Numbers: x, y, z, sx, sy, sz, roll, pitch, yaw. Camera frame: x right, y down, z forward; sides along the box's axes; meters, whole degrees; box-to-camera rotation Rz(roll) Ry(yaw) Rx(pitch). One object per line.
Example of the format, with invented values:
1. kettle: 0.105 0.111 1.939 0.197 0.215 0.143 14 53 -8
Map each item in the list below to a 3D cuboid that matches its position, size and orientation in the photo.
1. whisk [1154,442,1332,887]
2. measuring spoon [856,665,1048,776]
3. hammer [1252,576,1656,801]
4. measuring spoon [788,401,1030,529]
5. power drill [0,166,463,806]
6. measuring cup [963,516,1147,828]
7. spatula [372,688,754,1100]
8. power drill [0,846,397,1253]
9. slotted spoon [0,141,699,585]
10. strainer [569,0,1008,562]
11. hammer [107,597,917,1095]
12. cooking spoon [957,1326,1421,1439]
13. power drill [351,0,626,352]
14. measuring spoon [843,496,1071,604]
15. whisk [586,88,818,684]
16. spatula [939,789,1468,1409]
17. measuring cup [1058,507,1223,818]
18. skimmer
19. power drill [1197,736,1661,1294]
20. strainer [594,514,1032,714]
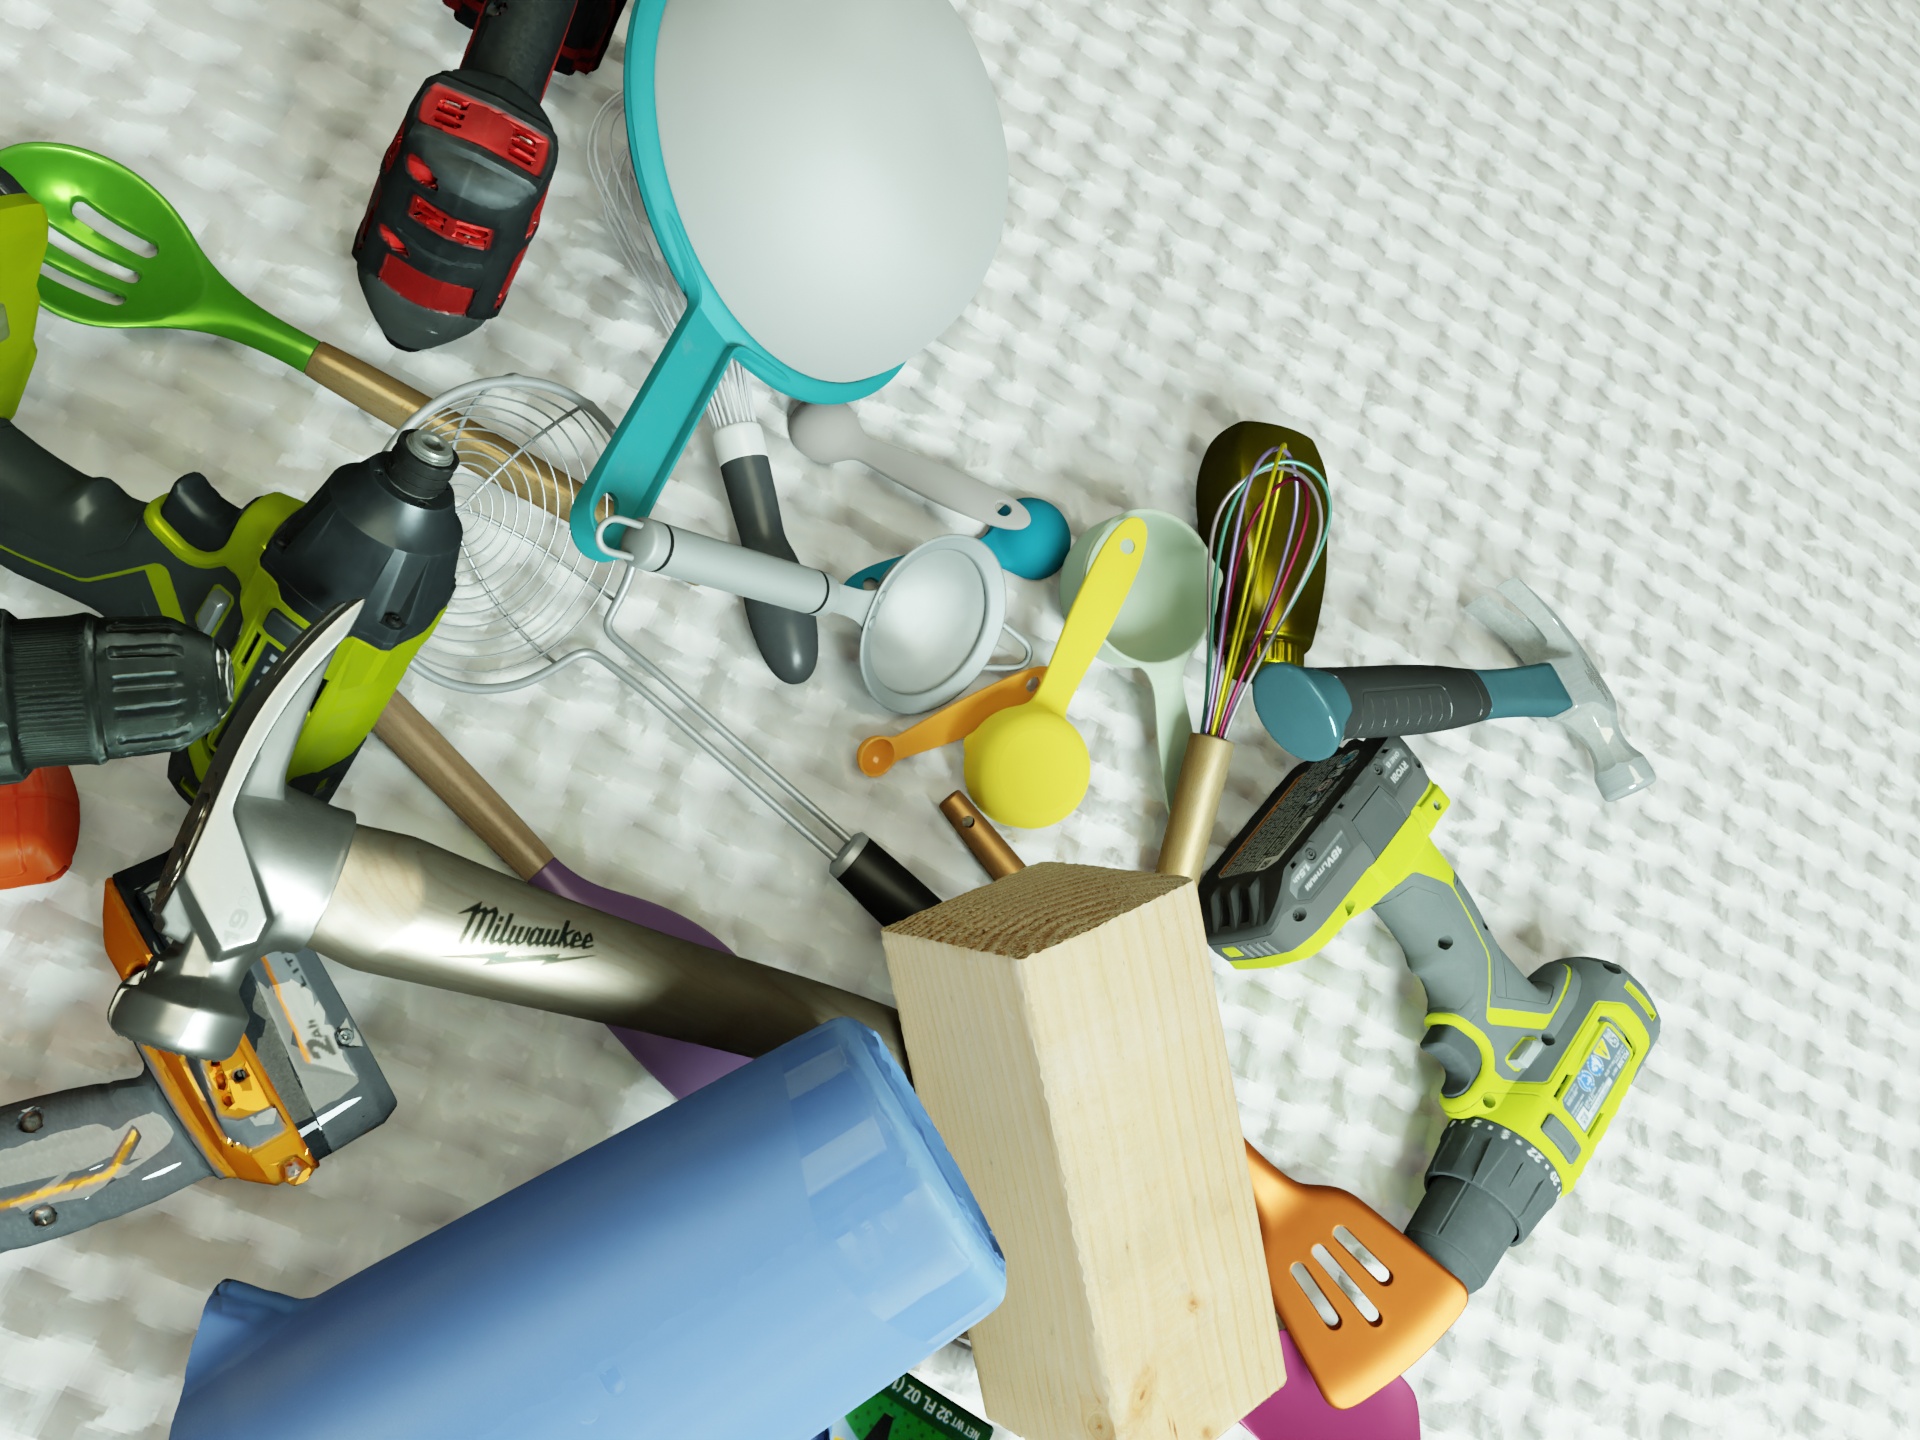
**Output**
1. whisk: 0.127 -0.012 0.754 0.051 0.047 0.245 15 88 -15
2. measuring spoon: -0.001 -0.002 0.739 0.117 0.011 0.021 -24 123 -30
3. hammer: 0.244 -0.011 0.776 0.331 0.033 0.128 -3 64 -48
4. measuring spoon: -0.022 -0.122 0.751 0.124 0.018 0.034 24 66 -6
5. power drill: -0.287 -0.081 0.549 0.223 0.171 0.080 36 28 -7
6. measuring cup: 0.053 -0.023 0.729 0.062 0.029 0.156 25 89 -14
7. spatula: -0.185 0.040 0.639 0.316 0.018 0.060 47 61 -7
8. power drill: -0.323 0.125 0.517 0.226 0.084 0.164 -29 88 -25
9. slotted spoon: -0.245 -0.135 0.659 0.313 0.031 0.070 28 65 -17
10. strainer: -0.058 -0.200 0.657 0.210 0.095 0.341 53 45 -40
11. hammer: -0.077 0.099 0.594 0.410 0.038 0.146 27 76 -34
12. cooking spoon: 0.070 0.274 0.686 0.318 0.017 0.069 21 53 -18
13. power drill: -0.193 -0.260 0.662 0.078 0.143 0.220 20 61 -23
14. measuring spoon: 0.002 -0.079 0.757 0.128 0.021 0.042 -20 84 -29
15. whisk: -0.105 -0.154 0.713 0.070 0.070 0.284 -13 85 -27
16. spatula: 0.097 0.159 0.718 0.081 0.041 0.322 -39 91 -3
17. measuring cup: 0.092 -0.019 0.779 0.083 0.038 0.167 -12 95 -25
18. skimmer: -0.084 0.014 0.650 0.363 0.090 0.127 42 71 -9
19. power drill: 0.222 0.139 0.765 0.228 0.080 0.190 49 62 -7
20. strainer: -0.056 -0.054 0.665 0.258 0.050 0.087 12 104 -55
